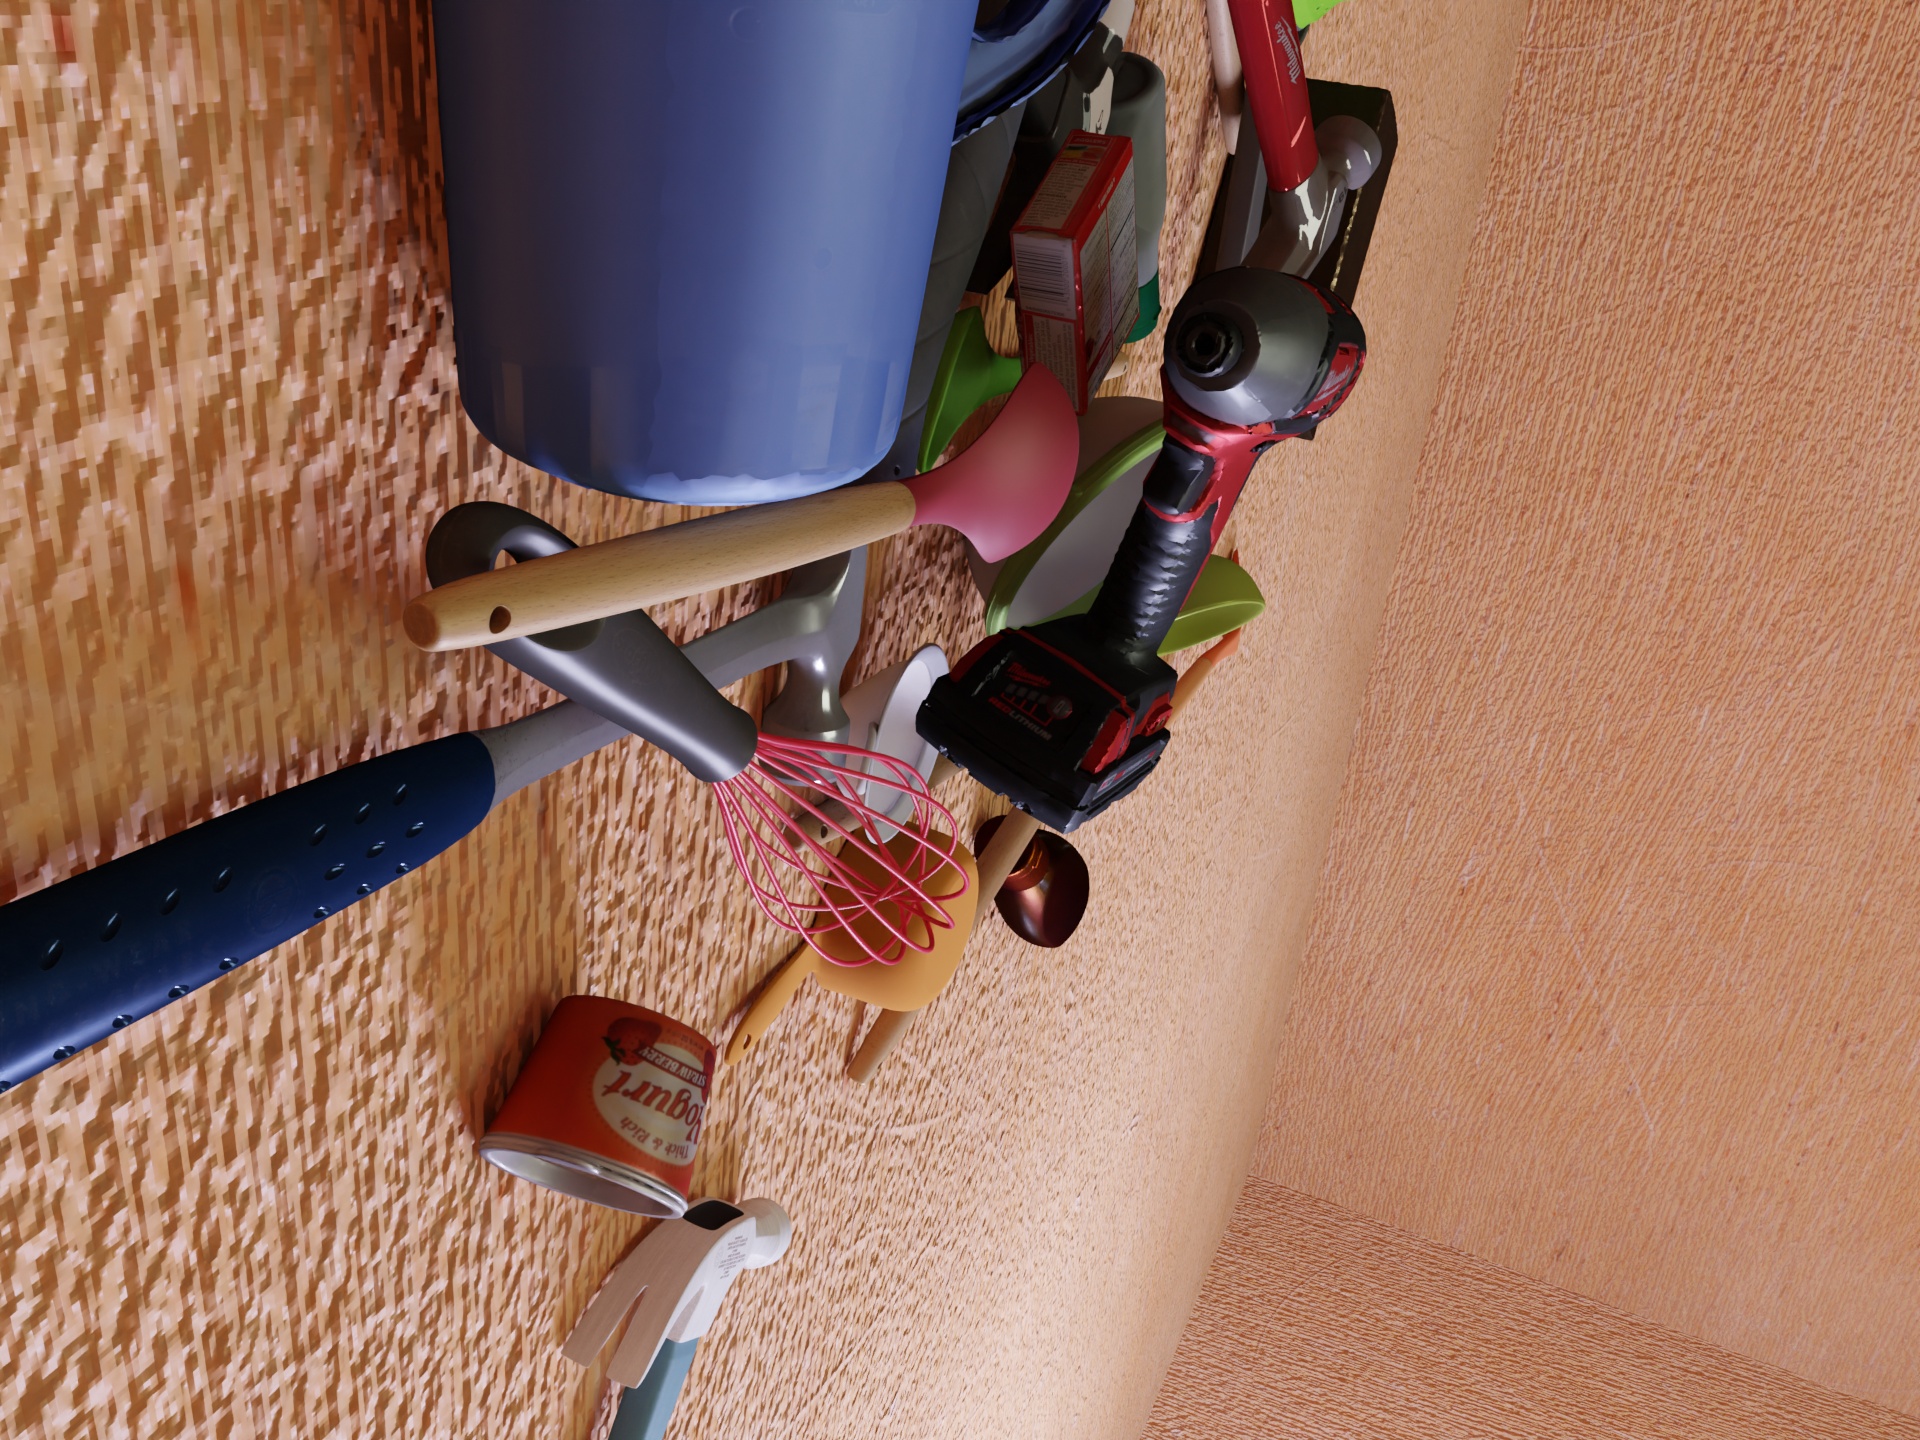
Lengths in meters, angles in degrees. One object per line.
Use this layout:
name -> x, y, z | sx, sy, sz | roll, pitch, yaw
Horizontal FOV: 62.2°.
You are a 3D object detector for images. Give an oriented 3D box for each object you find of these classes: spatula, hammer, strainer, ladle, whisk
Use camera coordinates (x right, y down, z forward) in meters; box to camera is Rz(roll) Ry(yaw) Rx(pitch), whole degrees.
spatula -> 0.176, -0.035, 1.266 | 0.323, 0.041, 0.081 | -45, 147, -47
hammer -> 0.111, -0.350, 0.680 | 0.143, 0.038, 0.385 | -55, 143, -21
spatula -> 0.004, 0.017, 0.783 | 0.317, 0.044, 0.082 | -26, 116, -63
hammer -> -0.124, 0.006, 0.422 | 0.405, 0.035, 0.144 | -36, 139, -61
hammer -> -0.153, 0.354, 0.630 | 0.128, 0.033, 0.331 | 44, 64, -70
strainer -> 0.092, -0.134, 0.770 | 0.256, 0.069, 0.151 | -35, 163, -25
ladle -> 0.043, 0.053, 0.792 | 0.320, 0.062, 0.078 | -57, 163, 2
ladle -> -0.032, -0.058, 0.441 | 0.315, 0.031, 0.069 | -28, 133, -59
whisk -> -0.062, 0.015, 0.467 | 0.073, 0.073, 0.295 | -69, 155, -15
hammer -> -0.004, -0.264, 0.540 | 0.334, 0.035, 0.146 | 25, 81, -71
strainer -> -0.001, -0.002, 0.722 | 0.258, 0.050, 0.087 | -17, 123, -63
hammer -> 0.025, -0.254, 0.510 | 0.149, 0.036, 0.409 | 25, 83, -62

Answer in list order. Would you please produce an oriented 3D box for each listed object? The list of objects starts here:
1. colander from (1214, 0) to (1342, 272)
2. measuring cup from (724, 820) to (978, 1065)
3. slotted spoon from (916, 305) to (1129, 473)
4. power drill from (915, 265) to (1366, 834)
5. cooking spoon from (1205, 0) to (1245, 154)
colander -> 0.218, -0.406, 0.912 | 0.204, 0.094, 0.397 | -17, 116, -71
measuring cup -> -0.042, 0.108, 0.708 | 0.174, 0.052, 0.095 | -47, 148, -57
slotted spoon -> 0.034, -0.162, 0.746 | 0.314, 0.031, 0.070 | -34, 145, -65
power drill -> 0.075, -0.071, 0.619 | 0.219, 0.078, 0.143 | -62, 164, 21
cooking spoon -> 0.135, -0.410, 0.841 | 0.069, 0.017, 0.318 | -67, 160, -14
